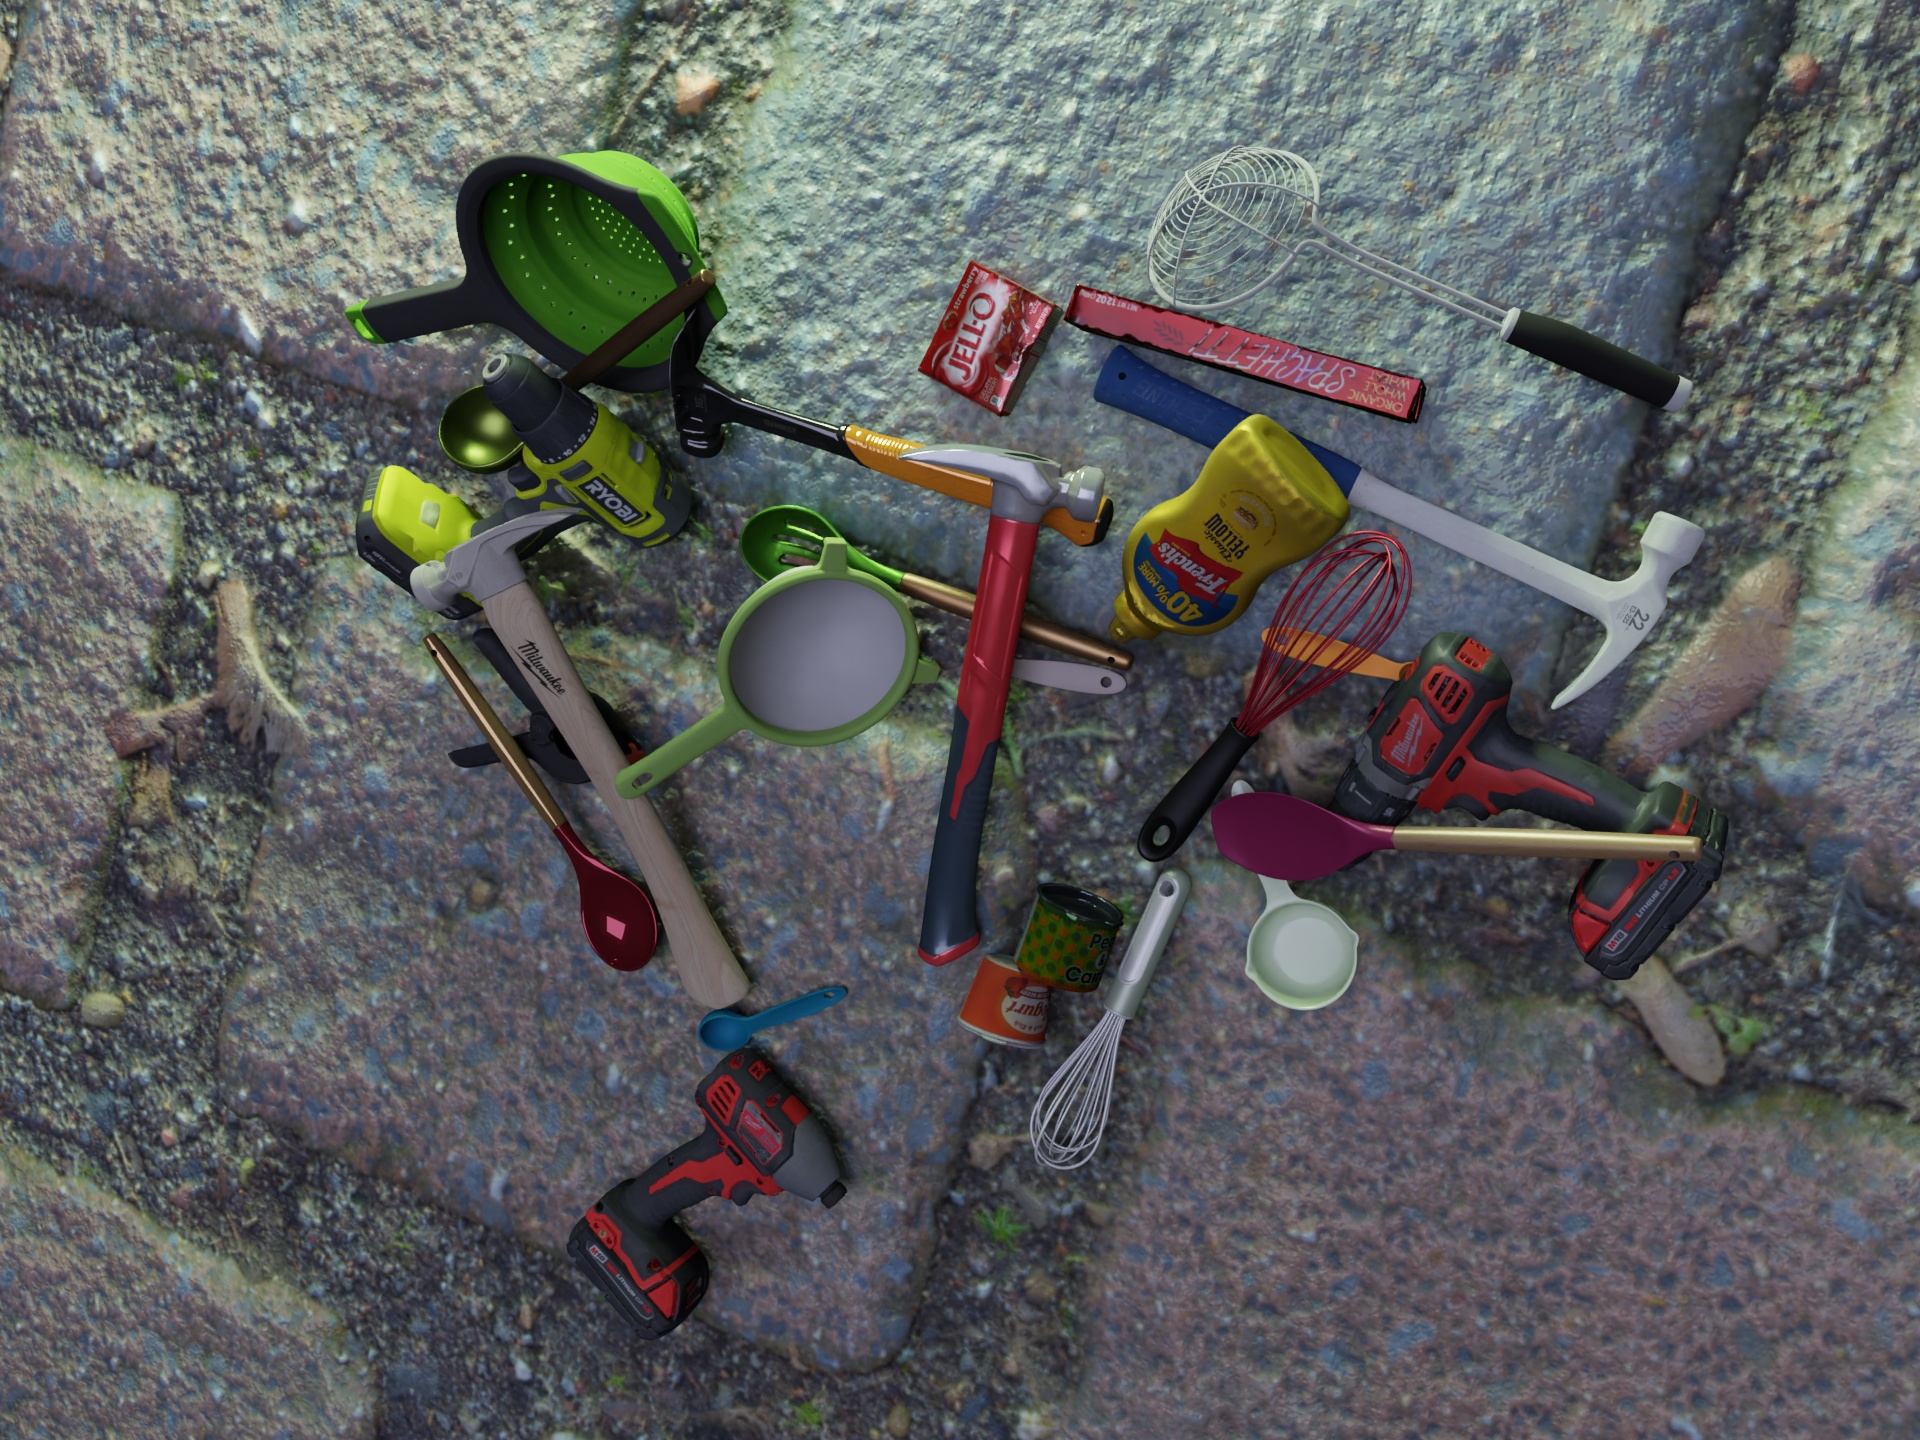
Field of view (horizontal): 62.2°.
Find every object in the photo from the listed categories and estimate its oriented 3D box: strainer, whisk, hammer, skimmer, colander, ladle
[{"bbox_3d":[-0.154,-0.030,1.187,0.256,0.069,0.151,-33,127,6],"label":"strainer"},{"bbox_3d":[0.207,-0.008,1.090,0.073,0.073,0.295,40,119,11],"label":"whisk"},{"bbox_3d":[-0.051,-0.197,1.149,0.337,0.127,0.034,18,59,7],"label":"hammer"},{"bbox_3d":[0.301,-0.278,1.062,0.363,0.090,0.127,24,82,4],"label":"skimmer"},{"bbox_3d":[-0.261,0.038,1.222,0.146,0.038,0.410,-22,103,21],"label":"hammer"},{"bbox_3d":[0.275,-0.149,1.082,0.405,0.035,0.144,28,103,14],"label":"hammer"},{"bbox_3d":[-0.329,-0.353,1.231,0.397,0.094,0.204,1,138,35],"label":"colander"},{"bbox_3d":[-0.291,-0.265,1.188,0.320,0.062,0.078,-21,61,43],"label":"ladle"},{"bbox_3d":[0.112,0.219,1.166,0.058,0.059,0.246,28,99,36],"label":"whisk"},{"bbox_3d":[-0.002,-0.004,1.149,0.143,0.038,0.386,11,108,3],"label":"hammer"},{"bbox_3d":[-0.339,0.064,1.281,0.069,0.031,0.315,-31,96,19],"label":"ladle"}]

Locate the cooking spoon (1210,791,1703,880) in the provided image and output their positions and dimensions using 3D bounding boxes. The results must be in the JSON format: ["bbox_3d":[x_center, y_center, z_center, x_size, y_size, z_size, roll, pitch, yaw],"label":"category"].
[{"bbox_3d":[0.307,0.077,1.026,0.319,0.017,0.068,0,114,37],"label":"cooking spoon"}]

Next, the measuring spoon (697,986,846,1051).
[{"bbox_3d":[-0.149,0.229,1.267,0.128,0.021,0.042,-21,126,11],"label":"measuring spoon"}]

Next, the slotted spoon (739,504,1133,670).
[{"bbox_3d":[-0.020,-0.093,1.188,0.314,0.031,0.070,20,119,13],"label":"slotted spoon"}]

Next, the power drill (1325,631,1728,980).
[{"bbox_3d":[0.358,0.071,1.047,0.227,0.080,0.187,35,123,13],"label":"power drill"}]

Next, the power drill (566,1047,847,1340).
[{"bbox_3d":[-0.196,0.381,1.268,0.143,0.078,0.219,45,104,9],"label":"power drill"}]

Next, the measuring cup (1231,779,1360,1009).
[{"bbox_3d":[0.229,0.122,1.127,0.083,0.038,0.168,-23,76,20],"label":"measuring cup"}]

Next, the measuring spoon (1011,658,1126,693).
[{"bbox_3d":[0.061,-0.035,1.172,0.124,0.018,0.034,9,98,16],"label":"measuring spoon"}]

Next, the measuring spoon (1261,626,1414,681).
[{"bbox_3d":[0.267,-0.045,1.110,0.117,0.011,0.021,18,100,19],"label":"measuring spoon"}]

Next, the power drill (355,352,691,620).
[{"bbox_3d":[-0.347,-0.177,1.212,0.228,0.190,0.080,-21,51,23],"label":"power drill"}]
